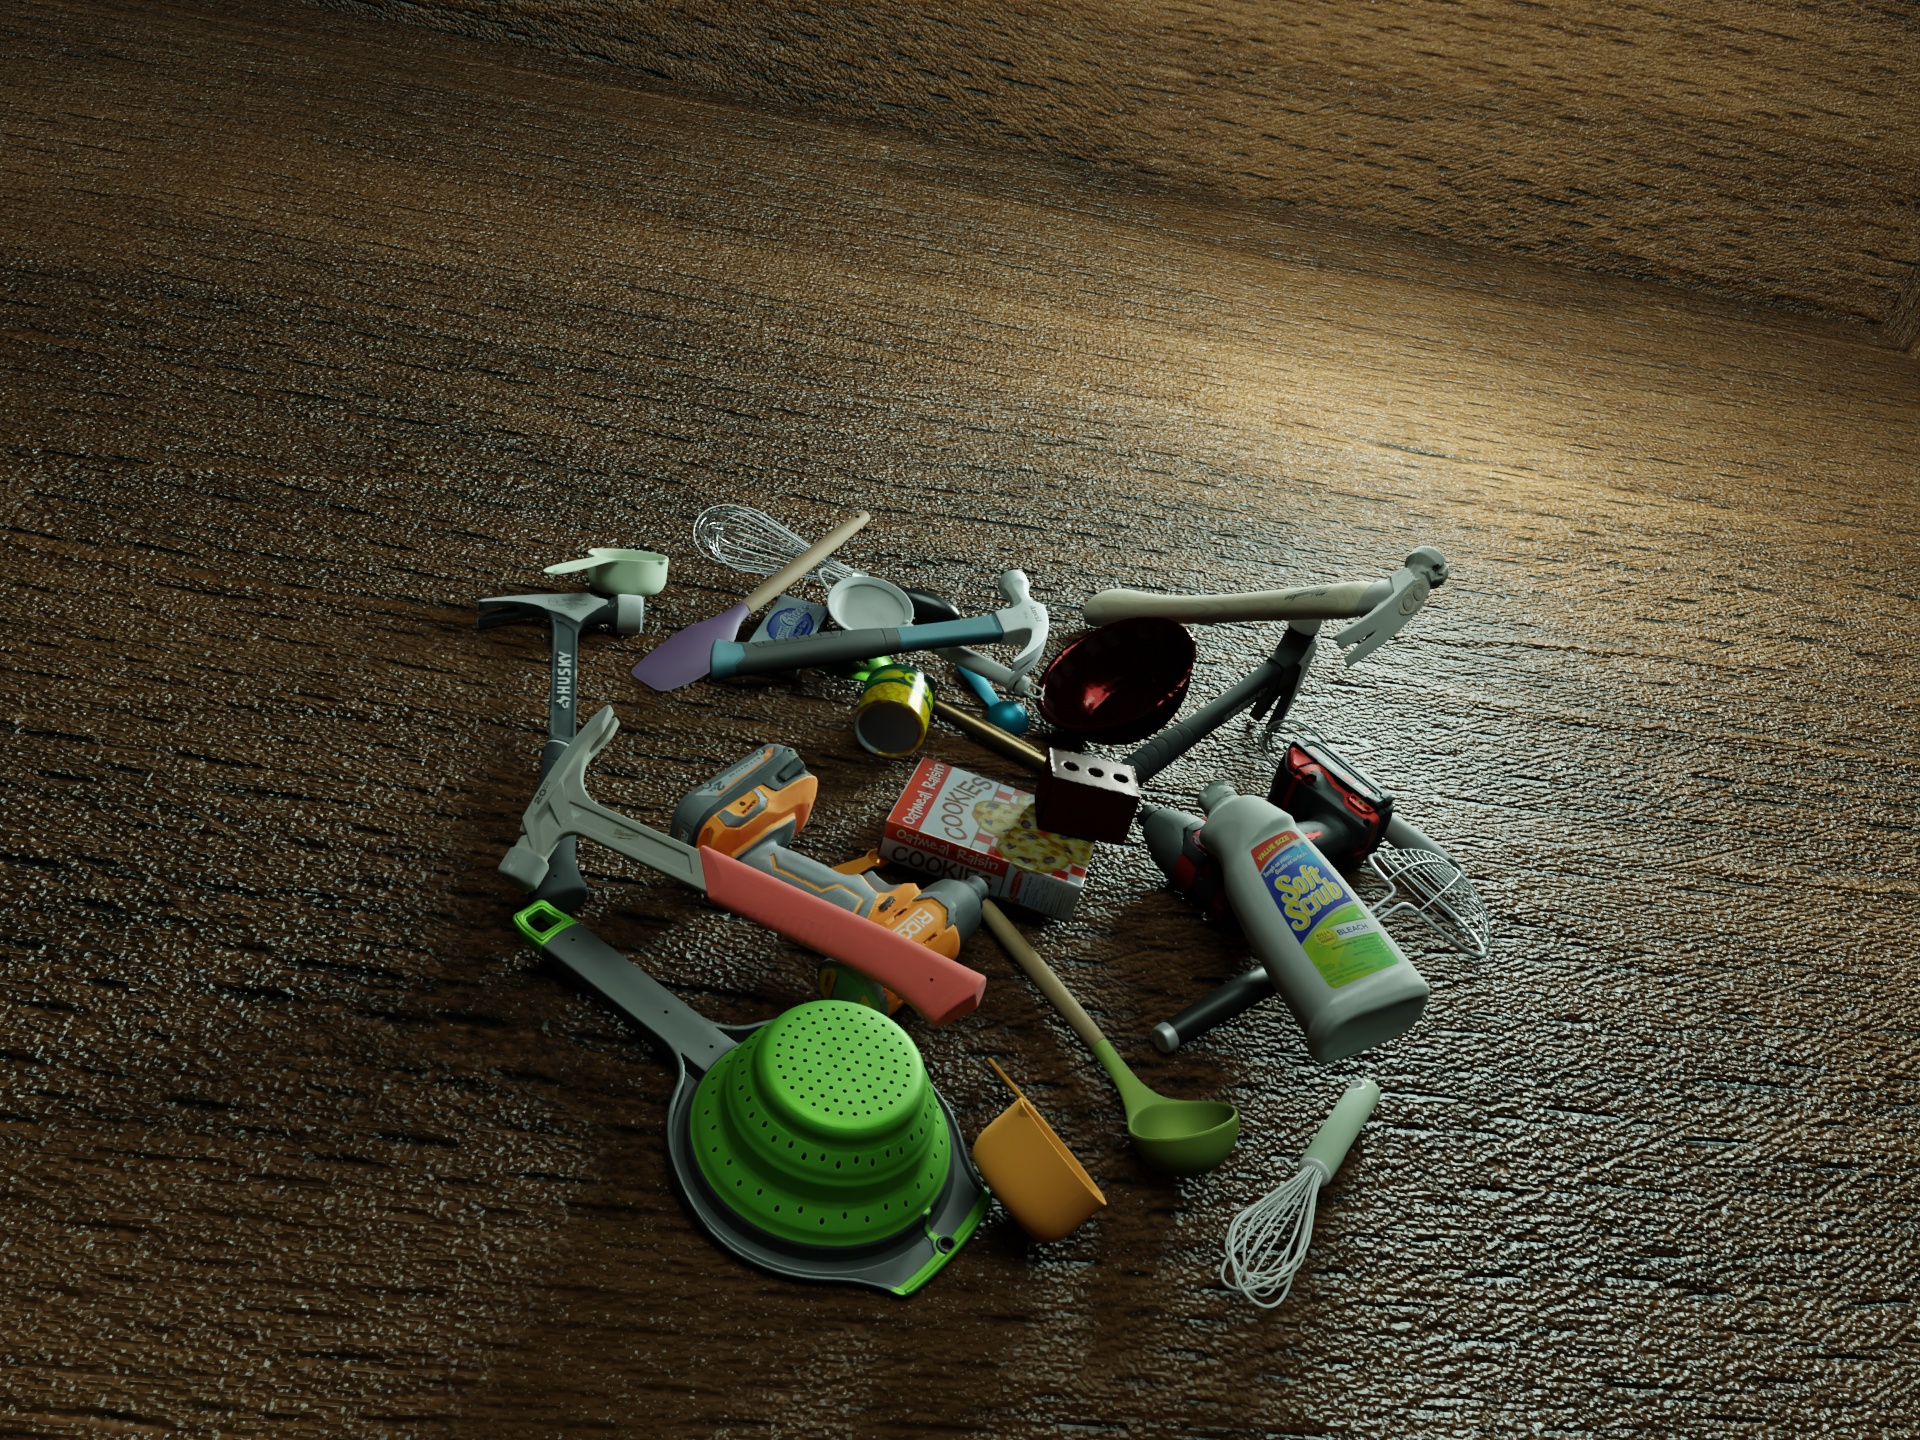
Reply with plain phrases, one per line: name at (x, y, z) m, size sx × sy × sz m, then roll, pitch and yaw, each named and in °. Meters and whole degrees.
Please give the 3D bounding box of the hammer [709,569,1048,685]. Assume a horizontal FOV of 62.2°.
hammer at (-0.073, -0.074, 1.485) m, size 0.331 × 0.033 × 0.128 m, roll -8°, pitch 48°, yaw -18°

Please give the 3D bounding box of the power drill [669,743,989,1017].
power drill at (-0.095, 0.119, 1.223) m, size 0.227 × 0.084 × 0.164 m, roll 37°, pitch 46°, yaw 20°

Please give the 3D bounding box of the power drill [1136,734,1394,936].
power drill at (0.265, 0.097, 1.402) m, size 0.219 × 0.078 × 0.143 m, roll -22°, pitch 49°, yaw -36°

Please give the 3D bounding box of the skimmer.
skimmer at (0.296, 0.201, 1.308) m, size 0.363 × 0.090 × 0.127 m, roll -23°, pitch 53°, yaw -28°

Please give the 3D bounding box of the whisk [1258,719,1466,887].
whisk at (0.377, 0.077, 1.497) m, size 0.055 × 0.055 × 0.239 m, roll -23°, pitch 54°, yaw -41°

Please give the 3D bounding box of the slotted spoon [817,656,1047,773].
slotted spoon at (-0.002, -0.005, 1.482) m, size 0.314 × 0.031 × 0.070 m, roll 29°, pitch 35°, yaw 16°

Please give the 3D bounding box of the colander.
colander at (-0.150, 0.211, 1.066) m, size 0.397 × 0.094 × 0.204 m, roll 32°, pitch 38°, yaw 20°

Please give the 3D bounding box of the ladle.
ladle at (0.091, 0.217, 1.190) m, size 0.078 × 0.062 × 0.320 m, roll -12°, pitch 41°, yaw -31°

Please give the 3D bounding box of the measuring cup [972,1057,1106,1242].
measuring cup at (0.034, 0.285, 1.075) m, size 0.052 × 0.095 × 0.174 m, roll -41°, pitch 25°, yaw -5°

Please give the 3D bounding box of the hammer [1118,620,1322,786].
hammer at (0.218, 0.010, 1.475) m, size 0.035 × 0.146 × 0.335 m, roll 38°, pitch 51°, yaw 27°

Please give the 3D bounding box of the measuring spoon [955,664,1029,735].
measuring spoon at (0.027, -0.033, 1.532) m, size 0.042 × 0.021 × 0.129 m, roll -8°, pitch 43°, yaw -29°

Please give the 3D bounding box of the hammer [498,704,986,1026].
hammer at (-0.145, 0.116, 1.138) m, size 0.359 × 0.036 × 0.149 m, roll 22°, pitch 66°, yaw 14°

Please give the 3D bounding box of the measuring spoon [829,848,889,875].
measuring spoon at (-0.105, 0.130, 1.277) m, size 0.117 × 0.011 × 0.021 m, roll -22°, pitch 51°, yaw -36°

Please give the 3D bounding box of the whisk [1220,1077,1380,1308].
whisk at (0.246, 0.322, 1.116) m, size 0.246 × 0.058 × 0.059 m, roll -33°, pitch 92°, yaw -50°

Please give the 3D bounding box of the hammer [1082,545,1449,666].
hammer at (0.256, -0.103, 1.516) m, size 0.146 × 0.038 × 0.411 m, roll -40°, pitch 24°, yaw -29°

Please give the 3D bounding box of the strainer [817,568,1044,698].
strainer at (-0.033, -0.076, 1.543) m, size 0.258 × 0.050 × 0.087 m, roll 27°, pitch 46°, yaw 18°

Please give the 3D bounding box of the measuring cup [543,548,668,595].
measuring cup at (-0.336, -0.133, 1.485) m, size 0.083 × 0.038 × 0.167 m, roll 11°, pitch 15°, yaw 20°

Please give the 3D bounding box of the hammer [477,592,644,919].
hammer at (-0.338, 0.013, 1.327) m, size 0.149 × 0.036 × 0.409 m, roll 3°, pitch 37°, yaw -14°

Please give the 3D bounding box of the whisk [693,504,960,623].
whisk at (-0.134, -0.153, 1.613) m, size 0.284 × 0.070 × 0.070 m, roll 20°, pitch 35°, yaw -2°

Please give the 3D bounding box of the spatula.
spatula at (-0.188, -0.120, 1.528) m, size 0.060 × 0.018 × 0.316 m, roll 28°, pitch 51°, yaw 23°
